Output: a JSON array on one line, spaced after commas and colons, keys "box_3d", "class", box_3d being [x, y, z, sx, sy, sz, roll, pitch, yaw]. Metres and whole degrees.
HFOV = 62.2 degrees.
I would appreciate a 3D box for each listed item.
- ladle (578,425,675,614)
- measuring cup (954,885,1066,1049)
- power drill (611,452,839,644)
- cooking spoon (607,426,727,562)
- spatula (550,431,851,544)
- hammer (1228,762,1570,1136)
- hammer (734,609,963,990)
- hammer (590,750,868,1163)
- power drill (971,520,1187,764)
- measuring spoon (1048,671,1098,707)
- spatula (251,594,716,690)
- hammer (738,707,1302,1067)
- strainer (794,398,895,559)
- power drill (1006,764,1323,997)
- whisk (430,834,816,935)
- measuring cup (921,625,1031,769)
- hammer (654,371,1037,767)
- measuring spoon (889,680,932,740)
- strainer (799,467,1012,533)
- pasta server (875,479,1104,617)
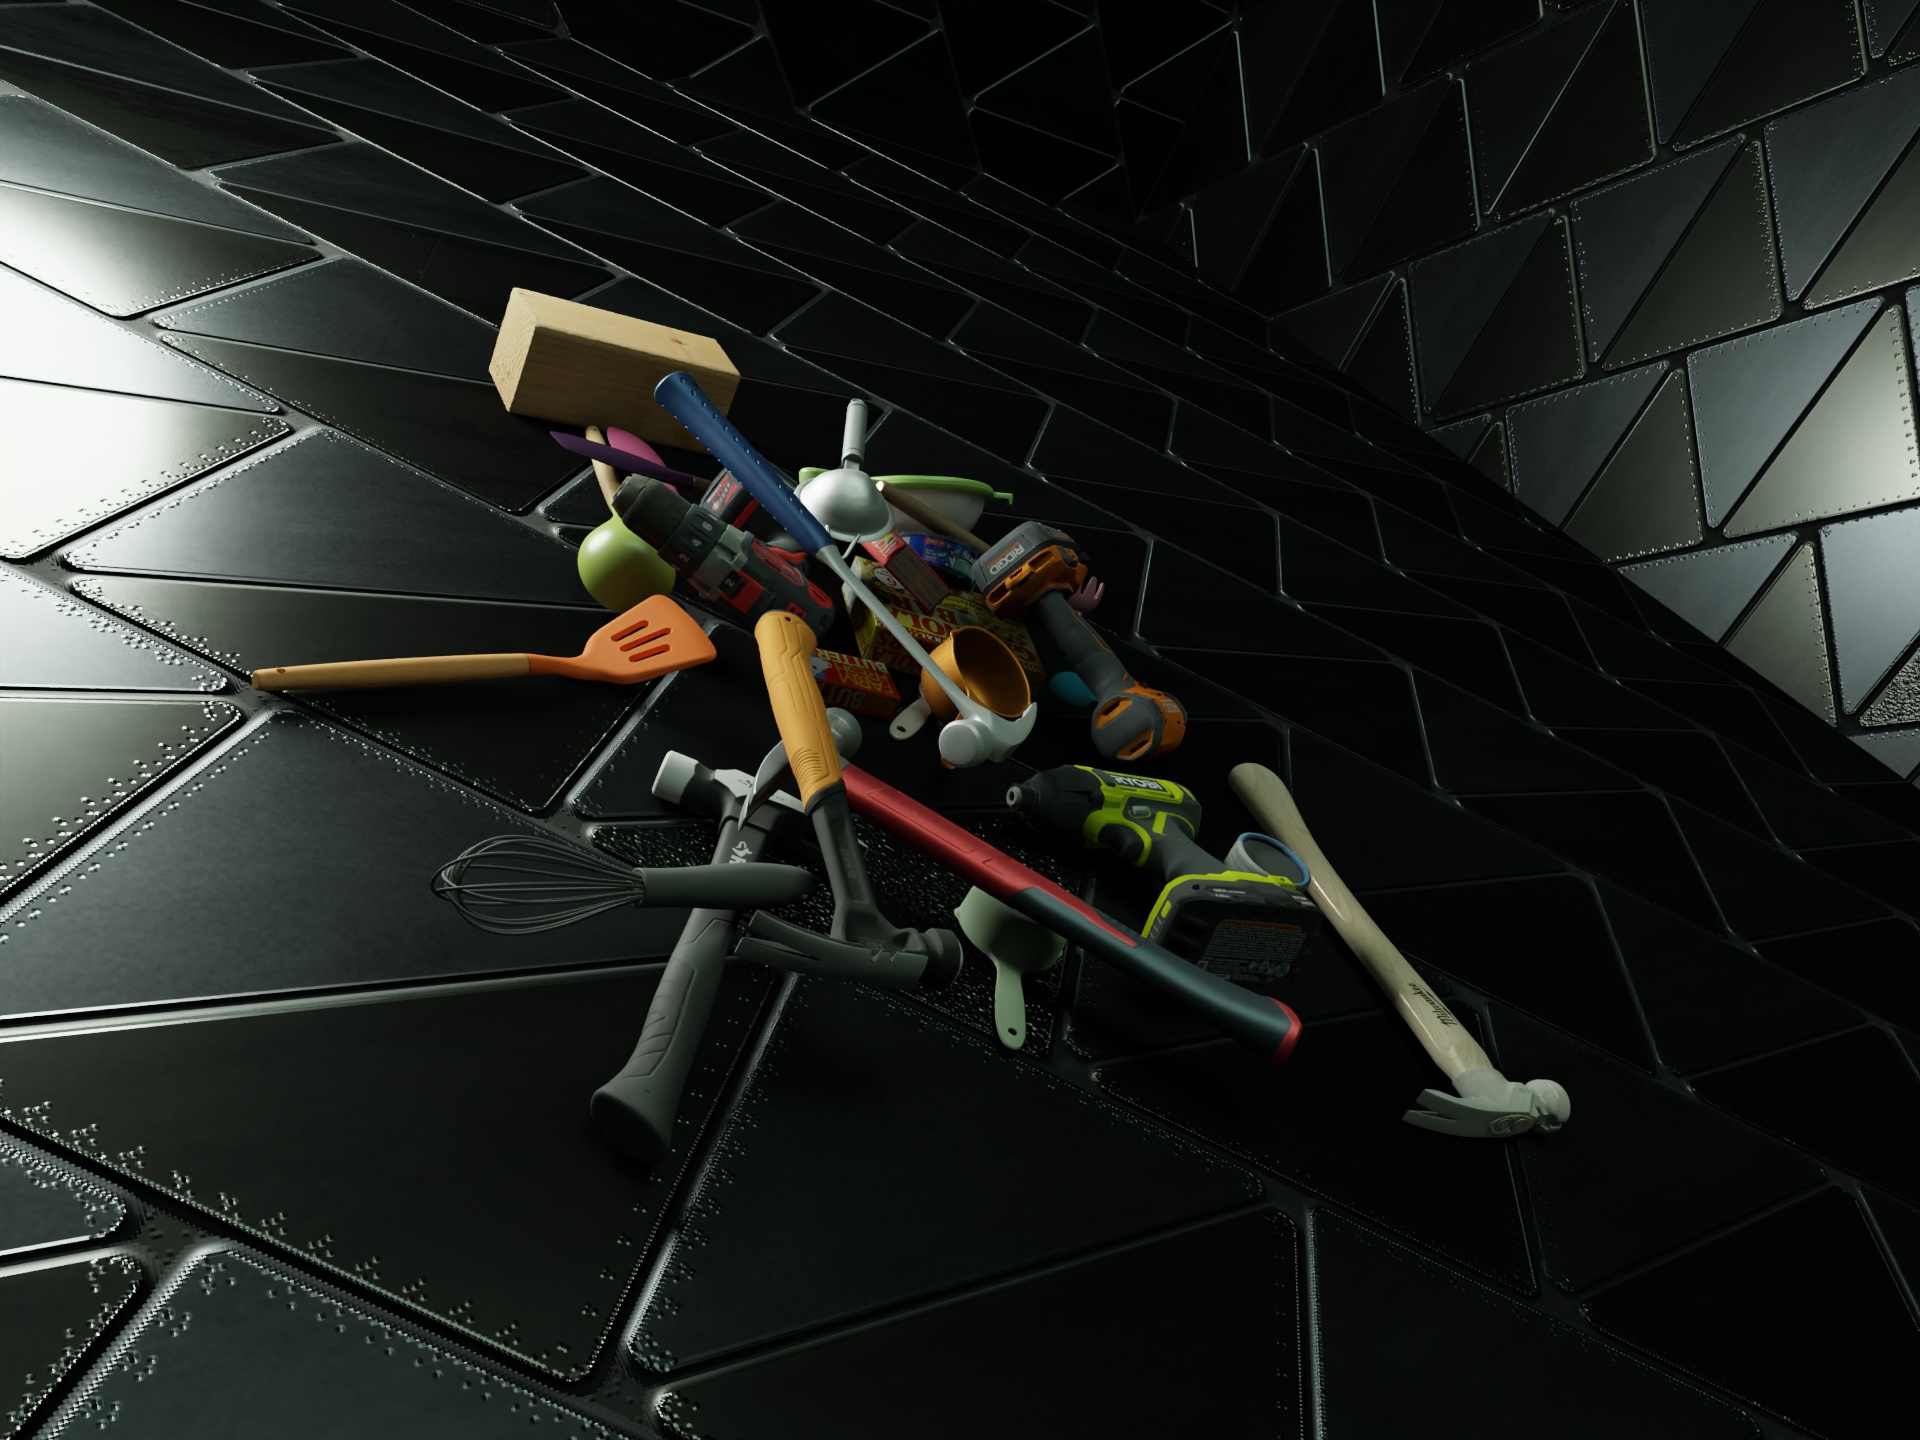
[{"box_3d": [-0.298, -0.181, 1.348, 0.078, 0.062, 0.320, 14, 23, -27], "class": "ladle"}, {"box_3d": [0.040, 0.154, 1.054, 0.083, 0.038, 0.168, 23, 25, -10], "class": "measuring cup"}, {"box_3d": [-0.181, -0.148, 1.275, 0.187, 0.080, 0.227, 37, 17, -14], "class": "power drill"}, {"box_3d": [-0.234, -0.170, 1.389, 0.068, 0.017, 0.319, 21, 25, -49], "class": "cooking spoon"}, {"box_3d": [-0.223, -0.206, 1.428, 0.315, 0.018, 0.060, 15, 19, -40], "class": "spatula"}, {"box_3d": [0.316, 0.168, 1.287, 0.146, 0.038, 0.411, 9, 32, -30], "class": "hammer"}, {"box_3d": [-0.096, 0.033, 0.992, 0.127, 0.034, 0.337, 13, 32, -26], "class": "hammer"}, {"box_3d": [-0.144, 0.132, 0.931, 0.146, 0.035, 0.335, 23, 27, -7], "class": "hammer"}, {"box_3d": [0.117, -0.061, 1.405, 0.226, 0.084, 0.164, 56, 17, 12], "class": "power drill"}, {"box_3d": [0.140, -0.027, 1.483, 0.128, 0.021, 0.042, 7, 33, -32], "class": "measuring spoon"}, {"box_3d": [-0.315, -0.044, 1.078, 0.322, 0.041, 0.081, -7, 43, -47], "class": "spatula"}, {"box_3d": [0.042, 0.120, 1.034, 0.386, 0.038, 0.143, 30, 29, 7], "class": "hammer"}, {"box_3d": [-0.094, -0.222, 1.364, 0.087, 0.050, 0.259, 14, 34, -11], "class": "strainer"}, {"box_3d": [0.145, 0.108, 1.177, 0.171, 0.080, 0.223, 10, 22, -34], "class": "power drill"}, {"box_3d": [-0.178, 0.091, 0.888, 0.238, 0.055, 0.055, 5, 34, -41], "class": "whisk"}, {"box_3d": [-0.002, -0.004, 1.279, 0.095, 0.052, 0.174, 44, 37, -14], "class": "measuring cup"}, {"box_3d": [-0.093, -0.120, 1.219, 0.406, 0.035, 0.144, 48, 20, 15], "class": "hammer"}, {"box_3d": [-0.031, -0.013, 1.306, 0.034, 0.018, 0.124, 30, 28, 5], "class": "measuring spoon"}, {"box_3d": [-0.070, -0.190, 1.480, 0.151, 0.069, 0.256, 0, 2, 30], "class": "strainer"}, {"box_3d": [0.031, -0.161, 1.508, 0.316, 0.060, 0.040, 27, 60, -43], "class": "pasta server"}]
